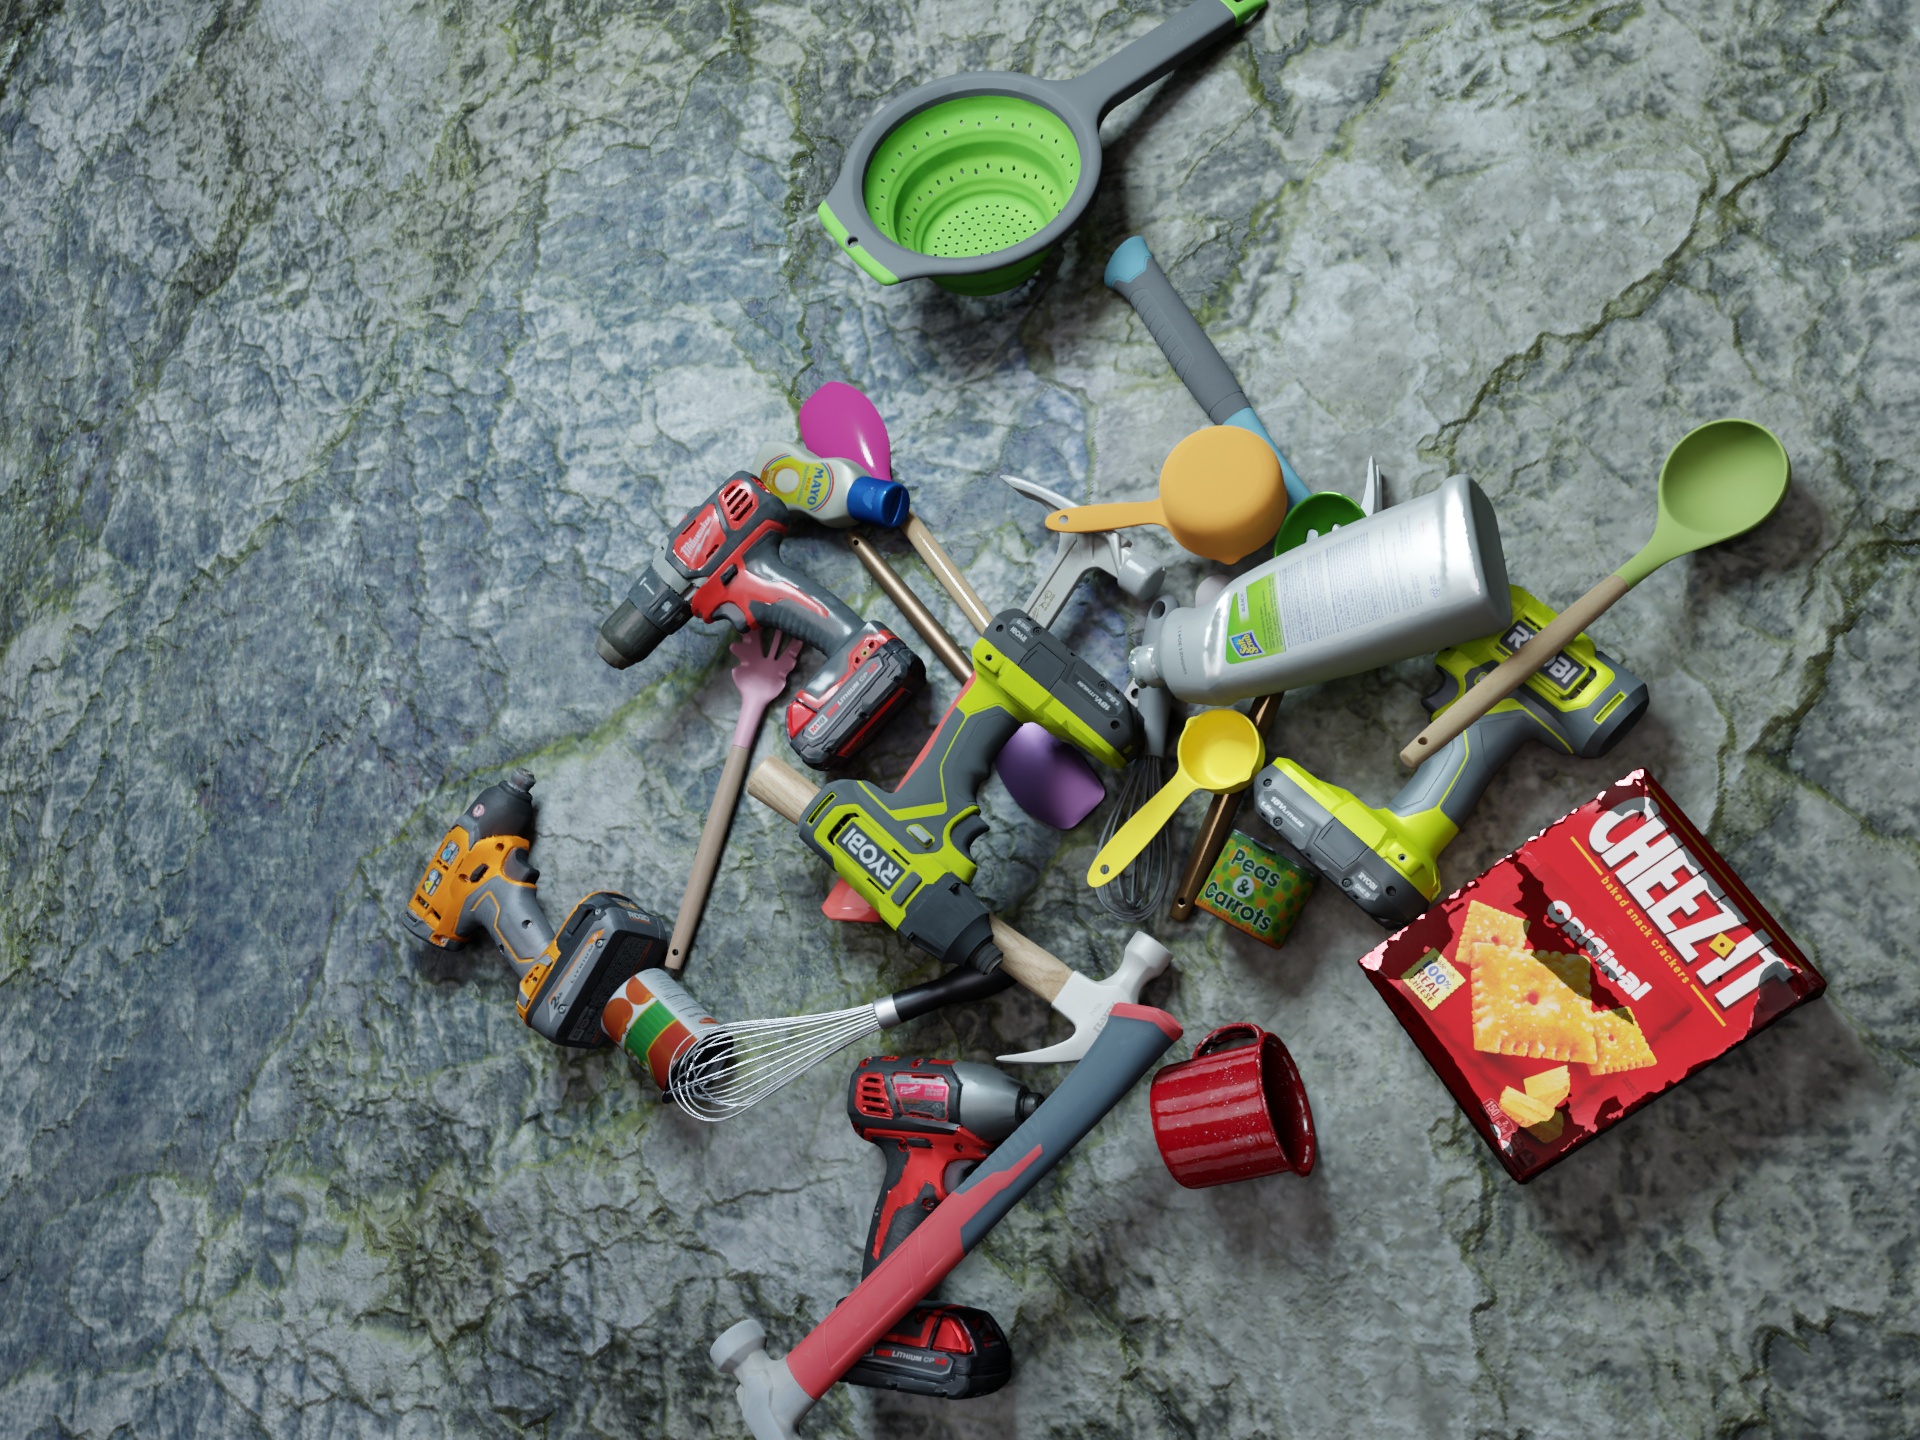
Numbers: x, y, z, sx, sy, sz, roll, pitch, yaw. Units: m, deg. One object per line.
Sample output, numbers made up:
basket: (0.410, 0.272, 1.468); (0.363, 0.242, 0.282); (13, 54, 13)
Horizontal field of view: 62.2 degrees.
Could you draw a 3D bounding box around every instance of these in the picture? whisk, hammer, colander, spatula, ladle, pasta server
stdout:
whisk: (-0.083, 0.224, 1.160); (0.284, 0.070, 0.070); (-21, 69, 5)
hammer: (0.197, -0.233, 1.181); (0.128, 0.033, 0.331); (-34, 65, 14)
hammer: (-0.020, 0.129, 1.141); (0.331, 0.031, 0.130); (33, 81, 17)
colander: (0.080, -0.453, 1.270); (0.397, 0.094, 0.205); (-35, 64, -7)
spatula: (-0.001, -0.040, 1.229); (0.060, 0.018, 0.316); (-43, 65, 10)
hammer: (-0.002, -0.004, 1.193); (0.149, 0.036, 0.359); (36, 97, 26)
whisk: (0.132, 0.025, 1.133); (0.055, 0.055, 0.239); (3, 79, 25)
ladle: (0.390, -0.078, 0.985); (0.320, 0.062, 0.078); (-37, 49, -12)
pasta server: (-0.187, 0.047, 1.281); (0.060, 0.040, 0.316); (16, 85, 9)
hammer: (0.010, 0.339, 1.037); (0.386, 0.038, 0.143); (-45, 61, 3)

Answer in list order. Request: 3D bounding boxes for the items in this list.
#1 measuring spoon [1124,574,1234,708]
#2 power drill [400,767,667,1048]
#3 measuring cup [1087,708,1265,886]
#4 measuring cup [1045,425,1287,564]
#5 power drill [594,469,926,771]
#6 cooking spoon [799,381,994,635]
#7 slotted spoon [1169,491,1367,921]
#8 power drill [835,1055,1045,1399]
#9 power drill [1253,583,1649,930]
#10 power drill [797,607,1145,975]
measuring spoon: (0.158, -0.057, 1.161); (0.034, 0.018, 0.124); (42, 97, 27)
power drill: (-0.349, 0.148, 1.307); (0.227, 0.084, 0.164); (30, 90, 32)
measuring cup: (0.146, 0.058, 1.087); (0.156, 0.029, 0.062); (-47, 59, 9)
measuring cup: (0.142, -0.158, 1.121); (0.173, 0.052, 0.095); (-5, 71, 11)
power drill: (-0.159, -0.060, 1.236); (0.188, 0.080, 0.227); (-46, 79, 3)
cooking spoon: (-0.042, -0.161, 1.279); (0.069, 0.017, 0.319); (-41, 64, 11)
slotted spoon: (0.208, -0.006, 1.101); (0.070, 0.031, 0.314); (24, 96, 26)
power drill: (-0.014, 0.347, 1.107); (0.143, 0.078, 0.220); (-2, 73, 23)
power drill: (0.303, 0.005, 1.049); (0.228, 0.080, 0.191); (-48, 64, 3)
power drill: (0.018, 0.050, 1.098); (0.171, 0.080, 0.223); (41, 91, 19)
